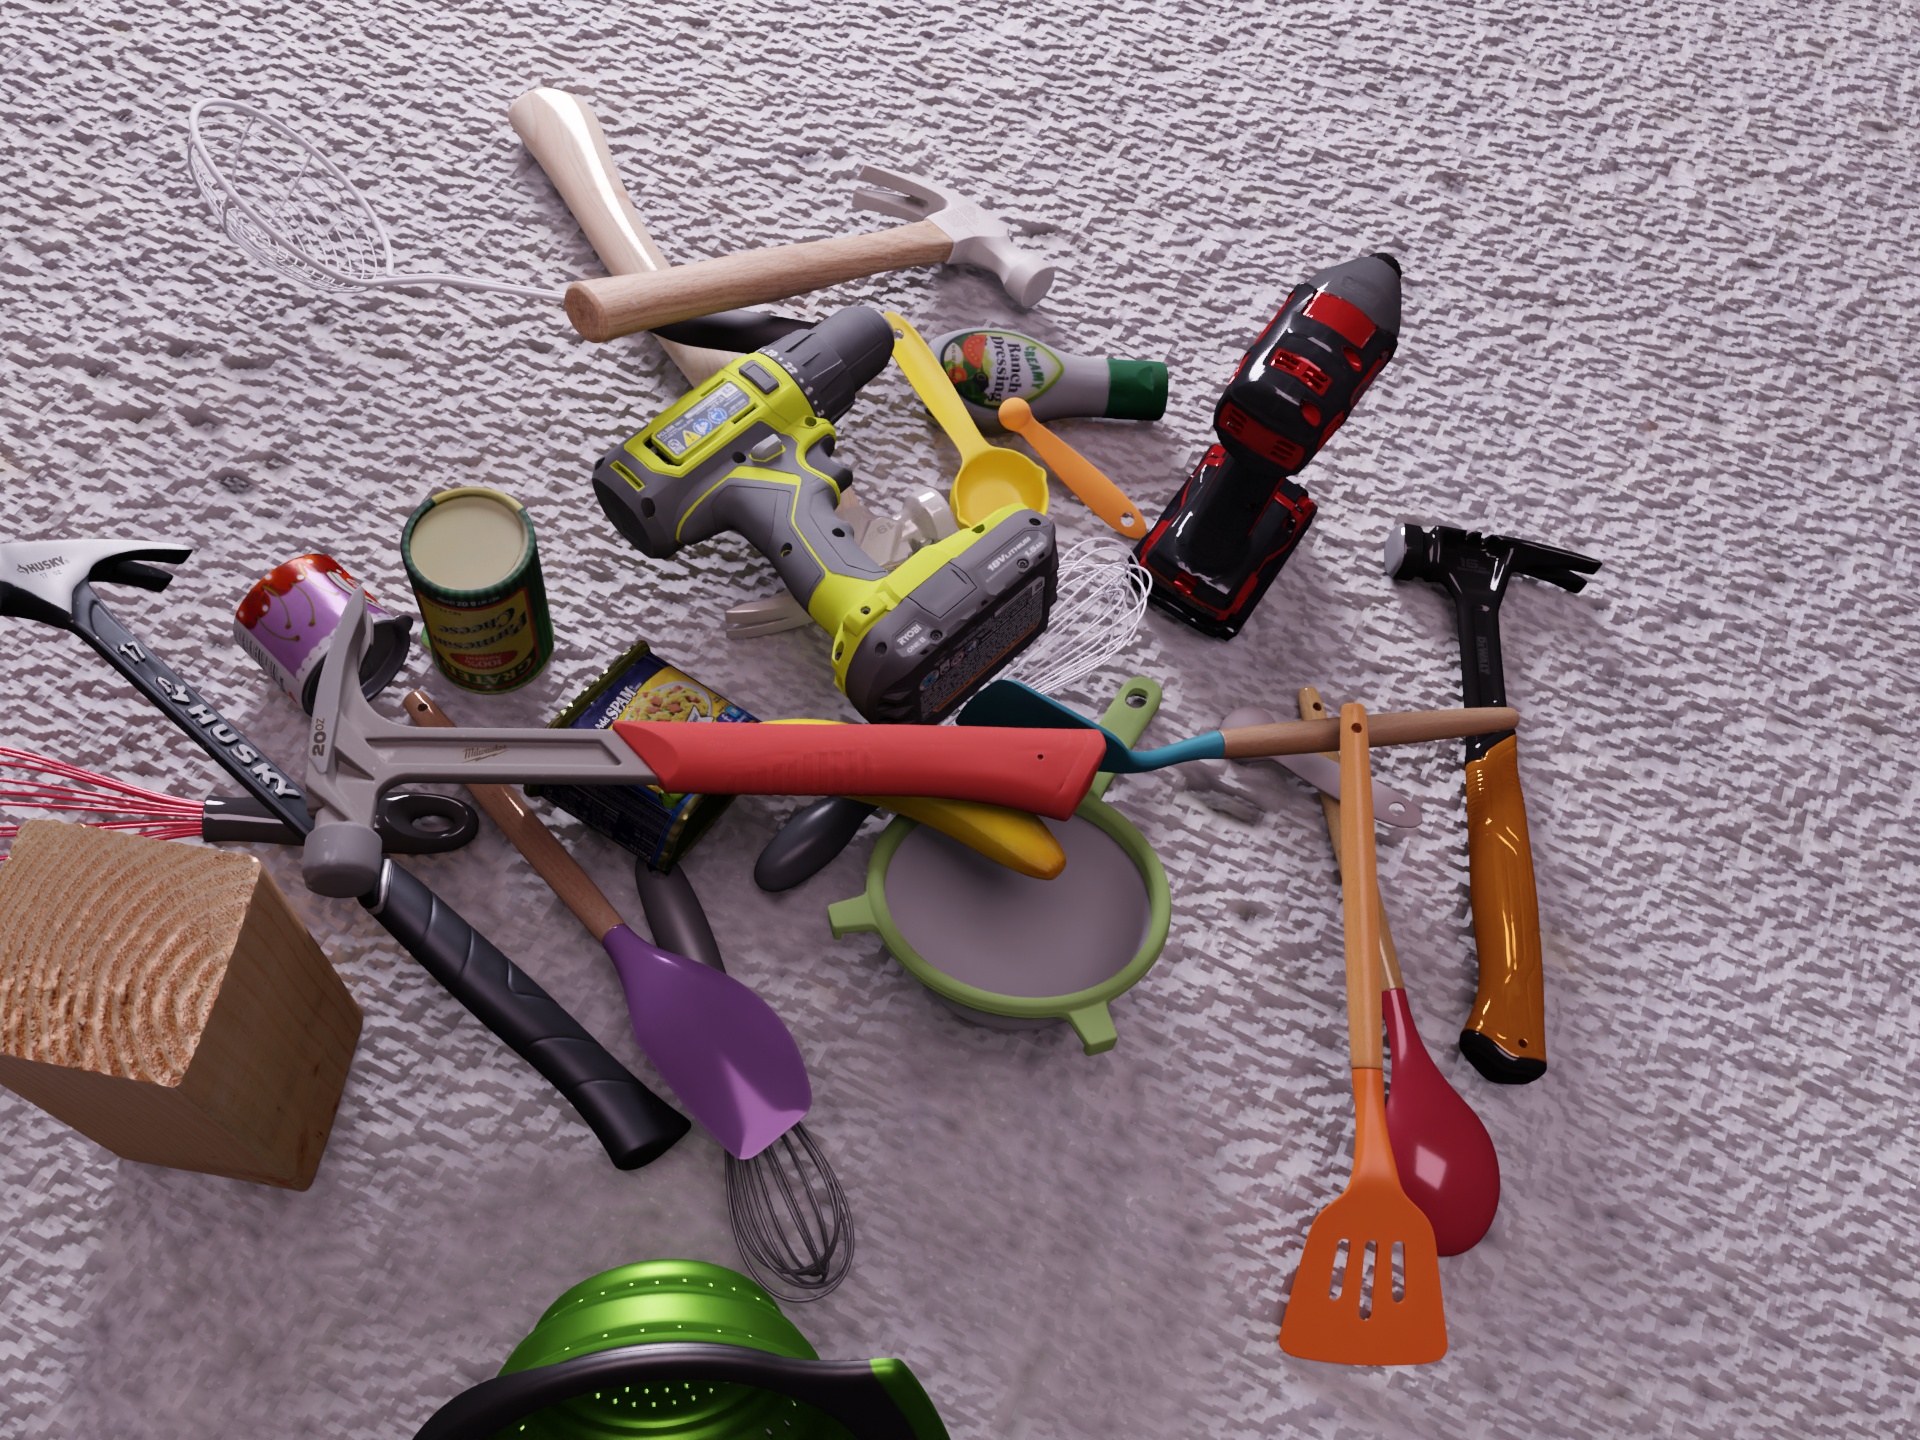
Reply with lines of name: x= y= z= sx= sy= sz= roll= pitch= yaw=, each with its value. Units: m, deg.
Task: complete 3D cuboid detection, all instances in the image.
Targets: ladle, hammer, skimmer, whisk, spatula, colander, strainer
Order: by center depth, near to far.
colander: x=-0.201 y=0.316 z=0.650 sx=0.397 sy=0.204 sz=0.095 roll=-18 pitch=32 yaw=0
hammer: x=-0.283 y=0.062 z=0.740 sx=0.409 sy=0.149 sz=0.036 roll=44 pitch=109 yaw=-4
hammer: x=-0.111 y=0.010 z=0.741 sx=0.359 sy=0.036 sz=0.149 roll=1 pitch=57 yaw=-9
whisk: x=-0.113 y=0.164 z=0.770 sx=0.055 sy=0.055 sz=0.239 roll=-19 pitch=64 yaw=-17
whisk: x=-0.390 y=0.049 z=0.779 sx=0.295 sy=0.073 sz=0.073 roll=2 pitch=63 yaw=-15
spatula: x=-0.184 y=0.087 z=0.784 sx=0.060 sy=0.018 sz=0.316 roll=-37 pitch=65 yaw=-23
spatula: x=0.198 y=0.149 z=0.790 sx=0.081 sy=0.041 sz=0.323 roll=2 pitch=73 yaw=1
strainer: x=0.049 y=0.072 z=0.836 sx=0.151 sy=0.069 sz=0.256 roll=22 pitch=44 yaw=15
spatula: x=0.158 y=0.000 z=0.841 sx=0.317 sy=0.082 sz=0.044 roll=-4 pitch=75 yaw=-18
ladle: x=0.224 y=0.121 z=0.851 sx=0.069 sy=0.031 sz=0.316 roll=-1 pitch=62 yaw=-16
whisk: x=-0.002 y=-0.004 z=0.862 sx=0.284 sy=0.070 sz=0.070 roll=-40 pitch=75 yaw=-19
hammer: x=0.307 y=0.038 z=0.895 sx=0.127 sy=0.034 sz=0.337 roll=9 pitch=61 yaw=-3
skimmer: x=-0.245 y=-0.273 z=0.903 sx=0.363 sy=0.090 sz=0.127 roll=9 pitch=29 yaw=-4
hammer: x=-0.090 y=-0.267 z=0.930 sx=0.130 sy=0.031 sz=0.331 roll=44 pitch=44 yaw=19
hammer: x=-0.173 y=-0.231 z=0.960 sx=0.146 sy=0.038 sz=0.411 roll=-29 pitch=71 yaw=-19

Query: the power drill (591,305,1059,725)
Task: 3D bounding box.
power drill: x=-0.057 y=-0.117 z=0.849 sx=0.190 sy=0.080 sz=0.229 roll=-41 pitch=68 yaw=-19

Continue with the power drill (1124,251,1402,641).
power drill: x=0.171 y=-0.151 z=0.868 sx=0.078 sy=0.219 sz=0.143 roll=33 pitch=64 yaw=8

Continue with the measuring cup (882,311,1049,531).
measuring cup: x=-0.005 y=-0.171 z=0.938 sx=0.062 sy=0.029 sz=0.156 roll=-31 pitch=87 yaw=-16

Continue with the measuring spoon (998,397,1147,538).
measuring spoon: x=0.069 y=-0.150 z=0.951 sx=0.117 sy=0.011 sz=0.021 roll=42 pitch=88 yaw=-6

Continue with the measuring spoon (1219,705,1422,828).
measuring spoon: x=0.199 y=0.025 z=0.880 sx=0.124 sy=0.018 sz=0.034 roll=29 pitch=72 yaw=24
